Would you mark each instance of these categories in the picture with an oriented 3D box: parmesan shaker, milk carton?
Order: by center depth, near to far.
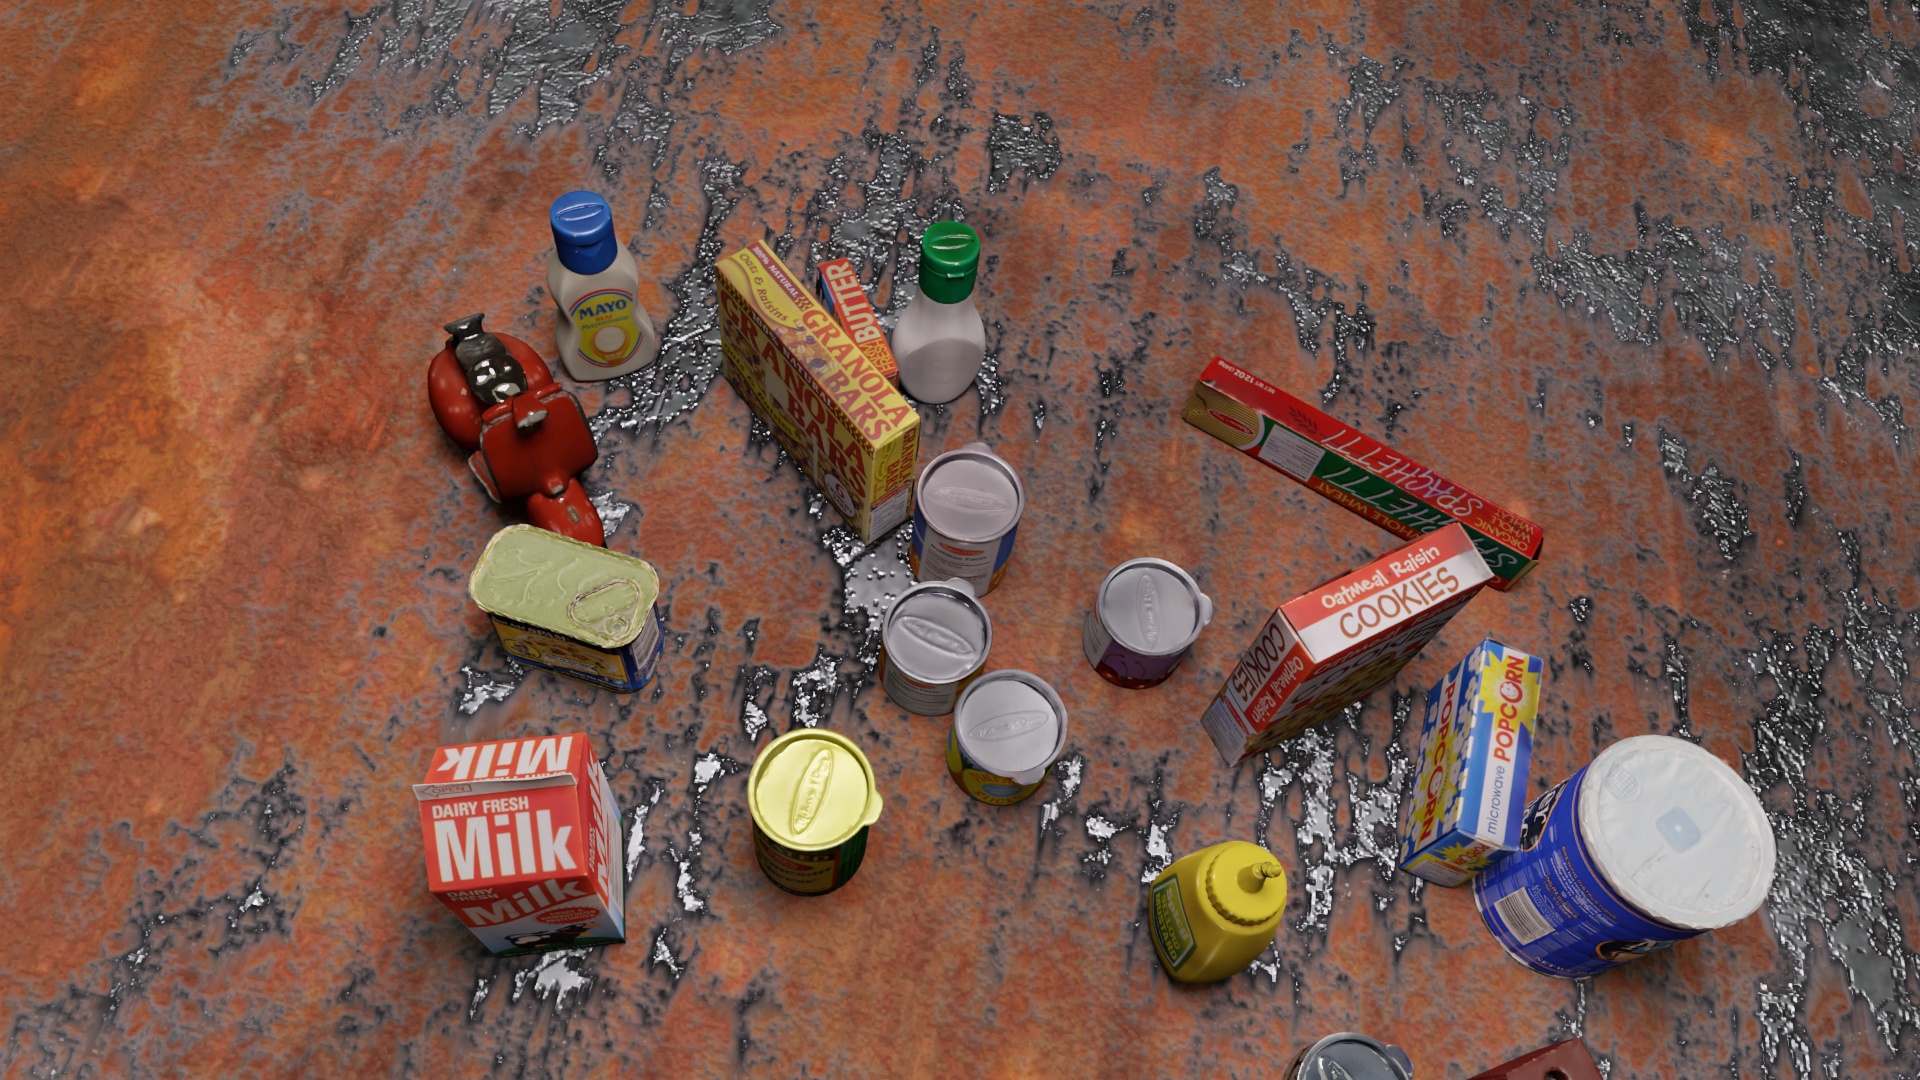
[{"bbox_3d":[-0.216,0.151,0.699,0.072,0.189,0.074,-4,62,-9],"label":"milk carton"},{"bbox_3d":[-0.079,0.153,0.763,0.071,0.102,0.071,3,62,-5],"label":"parmesan shaker"}]

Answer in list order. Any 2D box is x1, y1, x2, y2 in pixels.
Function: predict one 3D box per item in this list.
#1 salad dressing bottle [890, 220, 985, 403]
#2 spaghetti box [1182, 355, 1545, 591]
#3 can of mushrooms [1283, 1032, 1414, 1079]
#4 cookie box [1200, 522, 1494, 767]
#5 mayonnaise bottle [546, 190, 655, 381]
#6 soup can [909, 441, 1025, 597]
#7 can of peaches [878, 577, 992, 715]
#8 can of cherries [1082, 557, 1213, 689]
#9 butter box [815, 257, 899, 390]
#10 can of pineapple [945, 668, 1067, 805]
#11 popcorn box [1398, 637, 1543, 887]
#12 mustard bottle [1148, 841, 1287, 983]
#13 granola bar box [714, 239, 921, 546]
[{"bbox_3d":[-0.012,-0.147,0.909,0.064,0.147,0.044,-7,63,-10],"label":"salad dressing bottle"},{"bbox_3d":[0.270,-0.045,0.941,0.250,0.050,0.029,30,63,10],"label":"spaghetti box"},{"bbox_3d":[0.212,0.303,0.754,0.071,0.033,0.071,3,61,-5],"label":"can of mushrooms"},{"bbox_3d":[0.219,0.064,0.809,0.123,0.166,0.040,-23,67,-18],"label":"cookie box"},{"bbox_3d":[-0.234,-0.161,0.891,0.065,0.147,0.041,-17,65,-15],"label":"mayonnaise bottle"},{"bbox_3d":[0.003,-0.011,0.873,0.071,0.083,0.071,3,62,-5],"label":"soup can"},{"bbox_3d":[-0.015,0.065,0.845,0.071,0.057,0.071,3,61,-5],"label":"can of peaches"},{"bbox_3d":[0.116,0.053,0.865,0.071,0.058,0.072,3,61,-5],"label":"can of cherries"},{"bbox_3d":[-0.071,-0.138,0.951,0.024,0.053,0.104,-18,65,-15],"label":"butter box"},{"bbox_3d":[0.026,0.119,0.820,0.071,0.057,0.071,3,61,-5],"label":"can of pineapple"},{"bbox_3d":[0.304,0.134,0.828,0.038,0.084,0.127,19,61,4],"label":"popcorn box"},{"bbox_3d":[0.139,0.191,0.735,0.049,0.159,0.065,-9,63,-11],"label":"mustard bottle"},{"bbox_3d":[-0.092,-0.092,0.884,0.039,0.123,0.166,-33,70,-21],"label":"granola bar box"}]
